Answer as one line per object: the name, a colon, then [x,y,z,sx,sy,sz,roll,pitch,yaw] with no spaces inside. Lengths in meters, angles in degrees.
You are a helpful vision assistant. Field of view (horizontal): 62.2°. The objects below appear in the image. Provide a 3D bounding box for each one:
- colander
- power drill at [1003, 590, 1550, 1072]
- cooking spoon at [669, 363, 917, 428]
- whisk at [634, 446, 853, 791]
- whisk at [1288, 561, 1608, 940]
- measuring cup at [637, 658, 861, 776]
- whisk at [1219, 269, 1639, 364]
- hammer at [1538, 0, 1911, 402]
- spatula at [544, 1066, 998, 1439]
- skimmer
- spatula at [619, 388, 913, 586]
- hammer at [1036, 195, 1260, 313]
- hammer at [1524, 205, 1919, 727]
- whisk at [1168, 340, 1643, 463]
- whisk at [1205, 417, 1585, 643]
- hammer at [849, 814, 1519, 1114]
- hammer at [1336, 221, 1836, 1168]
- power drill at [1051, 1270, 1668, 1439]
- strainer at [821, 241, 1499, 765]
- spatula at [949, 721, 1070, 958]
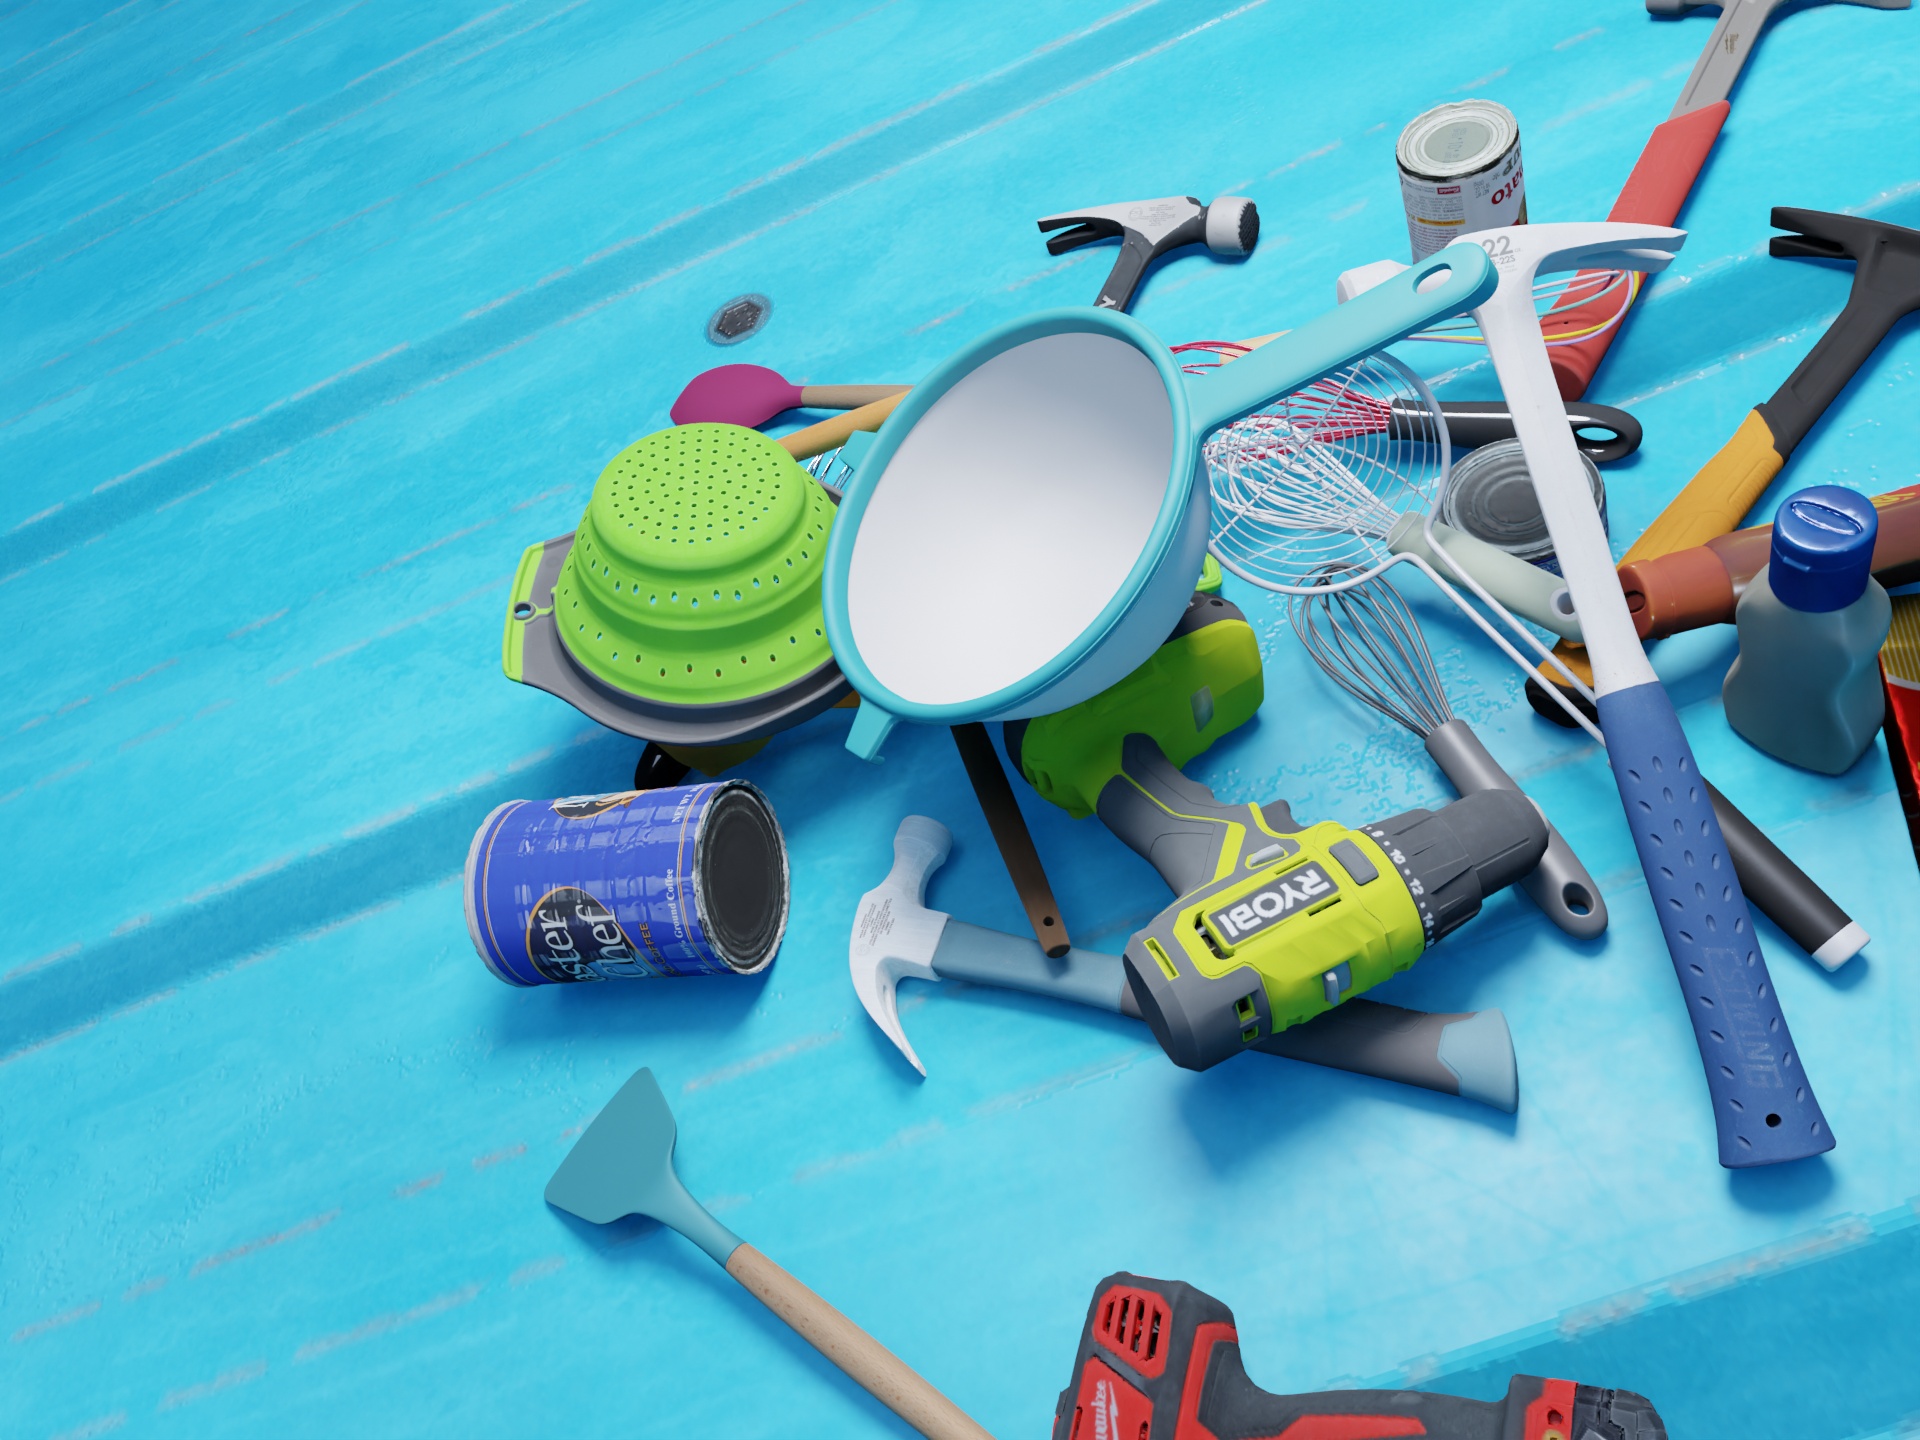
colander: [-0.054,-0.096,0.857,0.397,0.094,0.205,-3,50,-1]
power drill: [0.135,0.037,0.741,0.190,0.080,0.229,-25,42,-7]
cooking spoon: [-0.083,-0.216,1.060,0.319,0.017,0.069,10,61,38]
whisk: [-0.113,-0.072,0.969,0.070,0.070,0.285,22,73,34]
whisk: [0.231,0.009,0.764,0.055,0.055,0.239,-30,54,2]
measuring cup: [-0.107,-0.023,0.891,0.173,0.052,0.095,-3,69,19]
whisk: [0.254,-0.227,0.894,0.245,0.047,0.051,-3,55,40]
hammer: [0.421,-0.322,0.921,0.149,0.036,0.359,18,65,33]
spatula: [-0.080,0.264,0.736,0.318,0.044,0.082,27,70,31]
skimmer: [0.245,-0.029,0.709,0.127,0.090,0.364,-51,62,23]
spatula: [-0.111,-0.156,0.975,0.322,0.041,0.081,-12,53,37]
hammer: [0.045,-0.178,0.986,0.149,0.036,0.409,13,63,32]
hammer: [0.386,-0.130,0.800,0.127,0.034,0.337,33,74,36]
whisk: [0.222,-0.170,0.888,0.296,0.073,0.073,10,61,23]
whisk: [0.219,-0.098,0.813,0.247,0.059,0.058,35,84,37]
hammer: [0.093,0.127,0.748,0.331,0.033,0.128,7,59,28]
hammer: [0.281,-0.024,0.663,0.144,0.035,0.406,-14,77,7]
power drill: [0.131,0.311,0.574,0.227,0.080,0.188,0,57,28]
strainer: [0.091,-0.104,0.722,0.340,0.095,0.211,-24,54,30]
spatula: [-0.001,-0.003,0.850,0.060,0.018,0.316,-19,50,-4]
